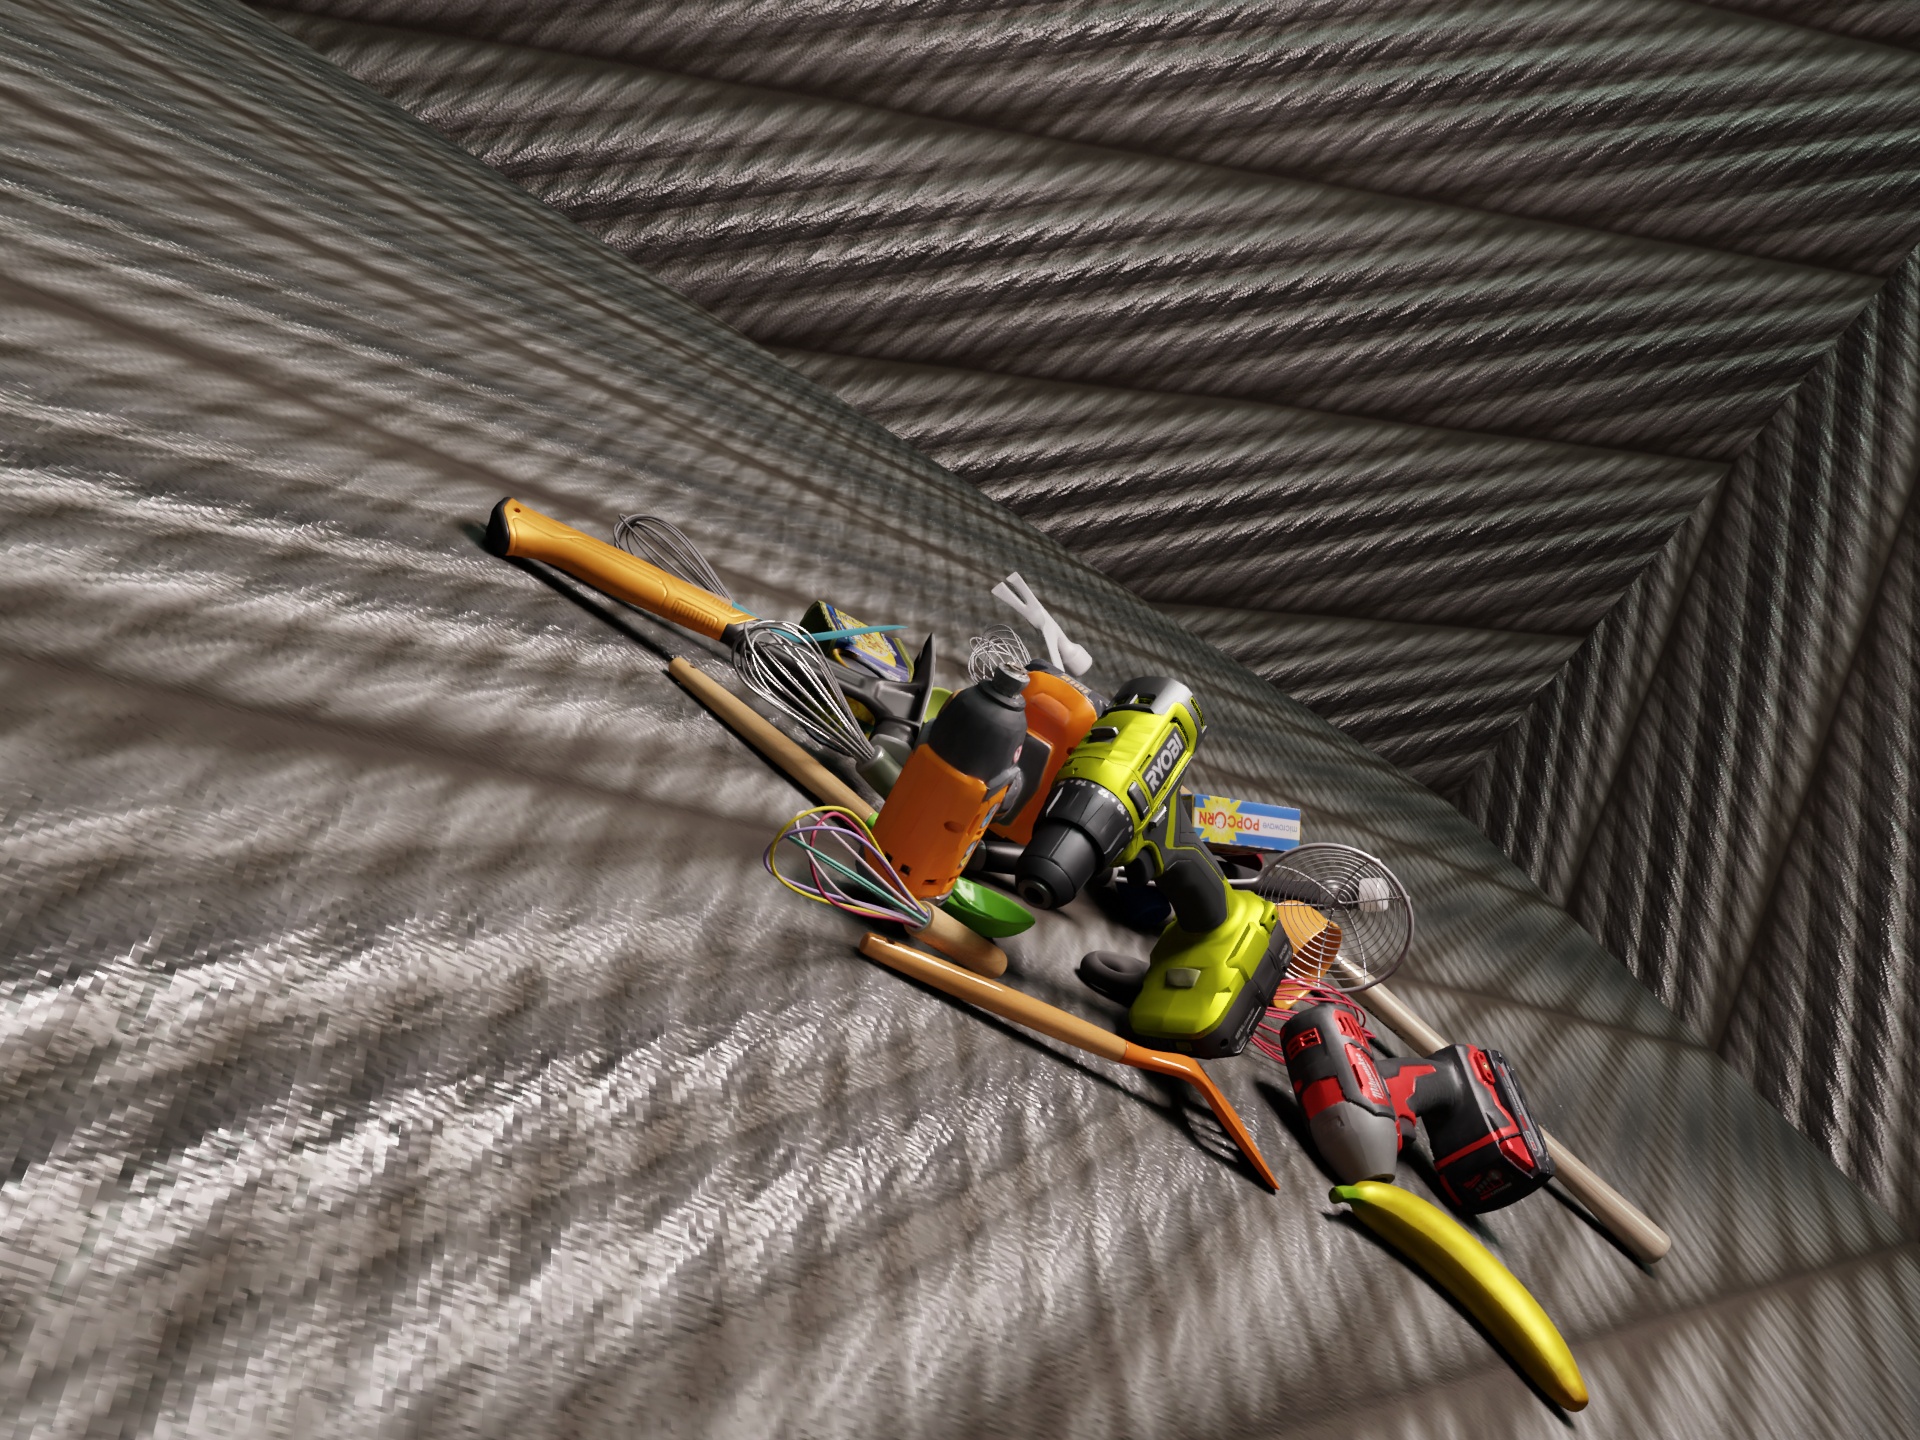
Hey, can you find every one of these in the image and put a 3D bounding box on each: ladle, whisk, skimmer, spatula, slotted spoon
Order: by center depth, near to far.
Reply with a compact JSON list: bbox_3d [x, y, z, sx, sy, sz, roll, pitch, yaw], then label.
[{"bbox_3d":[-0.031,0.105,0.912,0.051,0.047,0.244,10,-19,34],"label":"whisk"},{"bbox_3d":[0.074,0.202,0.979,0.322,0.041,0.081,27,15,-21],"label":"spatula"},{"bbox_3d":[-0.081,0.053,1.087,0.314,0.031,0.070,38,13,13],"label":"slotted spoon"},{"bbox_3d":[-0.068,0.021,1.097,0.246,0.058,0.059,48,17,-24],"label":"whisk"},{"bbox_3d":[0.205,0.215,1.198,0.295,0.073,0.073,20,20,-32],"label":"whisk"},{"bbox_3d":[-0.196,-0.103,1.202,0.317,0.044,0.082,20,-5,-23],"label":"spatula"},{"bbox_3d":[-0.002,-0.004,1.207,0.078,0.062,0.320,57,-7,3],"label":"ladle"},{"bbox_3d":[0.177,0.137,1.213,0.363,0.127,0.090,10,23,-25],"label":"skimmer"},{"bbox_3d":[-0.180,-0.083,1.263,0.239,0.055,0.055,39,13,-7],"label":"whisk"},{"bbox_3d":[0.211,0.083,1.406,0.069,0.031,0.315,27,-4,30],"label":"ladle"},{"bbox_3d":[0.082,-0.003,1.631,0.070,0.070,0.285,24,23,-43],"label":"whisk"}]

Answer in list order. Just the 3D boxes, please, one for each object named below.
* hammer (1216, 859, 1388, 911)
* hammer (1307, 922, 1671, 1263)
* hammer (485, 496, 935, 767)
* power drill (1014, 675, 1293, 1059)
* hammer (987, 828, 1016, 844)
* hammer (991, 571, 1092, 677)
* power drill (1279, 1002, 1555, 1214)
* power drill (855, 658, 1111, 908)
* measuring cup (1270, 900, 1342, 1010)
[{"bbox_3d":[0.257,0.145,1.413,0.146,0.035,0.334,-5,-12,33],"label":"hammer"},{"bbox_3d":[0.465,0.330,1.431,0.411,0.038,0.146,42,-5,13],"label":"hammer"},{"bbox_3d":[-0.176,-0.079,1.147,0.336,0.034,0.127,25,41,-9],"label":"hammer"},{"bbox_3d":[0.124,0.111,1.036,0.191,0.080,0.228,-51,124,-39],"label":"power drill"},{"bbox_3d":[0.060,0.056,1.348,0.130,0.031,0.331,48,12,2],"label":"hammer"},{"bbox_3d":[0.101,-0.034,1.588,0.144,0.035,0.406,48,13,-19],"label":"hammer"},{"bbox_3d":[0.333,0.295,1.169,0.219,0.078,0.143,20,41,-36],"label":"power drill"},{"bbox_3d":[0.027,0.024,1.035,0.084,0.164,0.226,33,19,14],"label":"power drill"},{"bbox_3d":[0.250,0.201,1.339,0.173,0.095,0.052,-5,35,-43],"label":"measuring cup"}]
